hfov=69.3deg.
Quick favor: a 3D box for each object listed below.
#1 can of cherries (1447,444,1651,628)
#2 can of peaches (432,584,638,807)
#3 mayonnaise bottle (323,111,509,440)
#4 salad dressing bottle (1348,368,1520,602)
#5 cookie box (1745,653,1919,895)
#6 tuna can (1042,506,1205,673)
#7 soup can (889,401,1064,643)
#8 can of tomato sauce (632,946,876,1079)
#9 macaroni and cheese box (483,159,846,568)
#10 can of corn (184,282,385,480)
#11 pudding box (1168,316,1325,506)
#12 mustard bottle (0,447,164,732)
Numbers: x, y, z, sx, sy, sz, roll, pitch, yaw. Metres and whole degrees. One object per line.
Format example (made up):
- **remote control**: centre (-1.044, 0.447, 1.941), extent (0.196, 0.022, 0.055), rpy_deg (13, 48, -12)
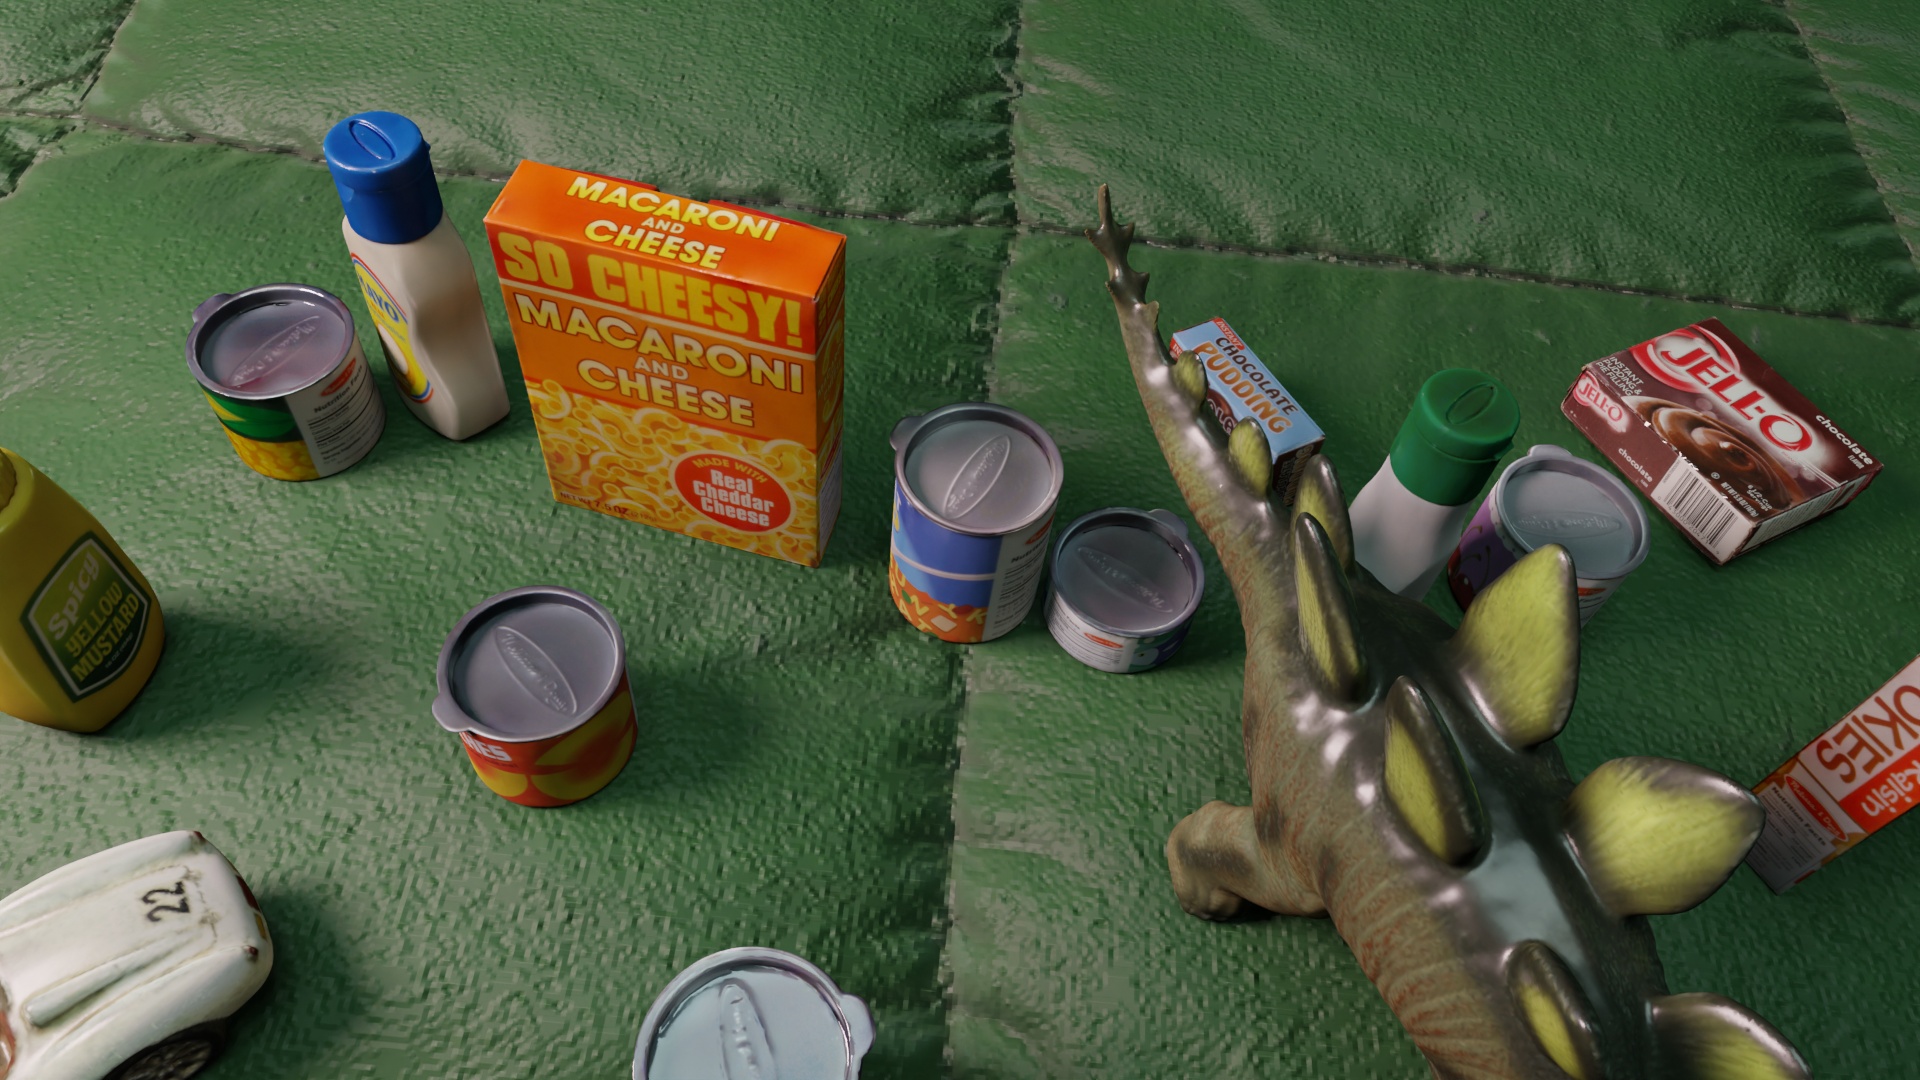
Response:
- **can of cherries**: centre (0.257, 0.003, 0.611), extent (0.071, 0.058, 0.072), rpy_deg (3, 54, -4)
- **can of peaches**: centre (-0.160, 0.061, 0.525), extent (0.071, 0.057, 0.071), rpy_deg (3, 54, -4)
- **mayonnaise bottle**: centre (-0.229, -0.109, 0.584), extent (0.041, 0.147, 0.065), rpy_deg (-37, 66, -27)
- **salad dressing bottle**: centre (0.177, -0.007, 0.555), extent (0.064, 0.146, 0.044), rpy_deg (-35, 65, -26)
- **cookie box**: centre (0.377, 0.060, 0.516), extent (0.123, 0.166, 0.040), rpy_deg (-22, 60, -20)
- **tuna can**: centre (0.070, 0.020, 0.595), extent (0.071, 0.032, 0.071), rpy_deg (3, 54, -4)
- **soup can**: centre (0.002, -0.007, 0.575), extent (0.071, 0.083, 0.072), rpy_deg (3, 55, -4)
- **can of tomato sauce**: centre (-0.064, 0.174, 0.439), extent (0.071, 0.082, 0.071), rpy_deg (3, 55, -4)
- **macaroni and cheese box**: centre (-0.110, -0.064, 0.553), extent (0.124, 0.165, 0.040), rpy_deg (14, 55, 4)
- **can of corn**: centre (-0.293, -0.069, 0.604), extent (0.071, 0.058, 0.071), rpy_deg (3, 54, -4)
- **pudding box**: centre (0.129, -0.058, 0.646), extent (0.030, 0.049, 0.084), rpy_deg (-22, 60, -20)
- **mustard bottle**: centre (-0.333, 0.008, 0.482), extent (0.049, 0.159, 0.065), rpy_deg (14, 55, 4)
